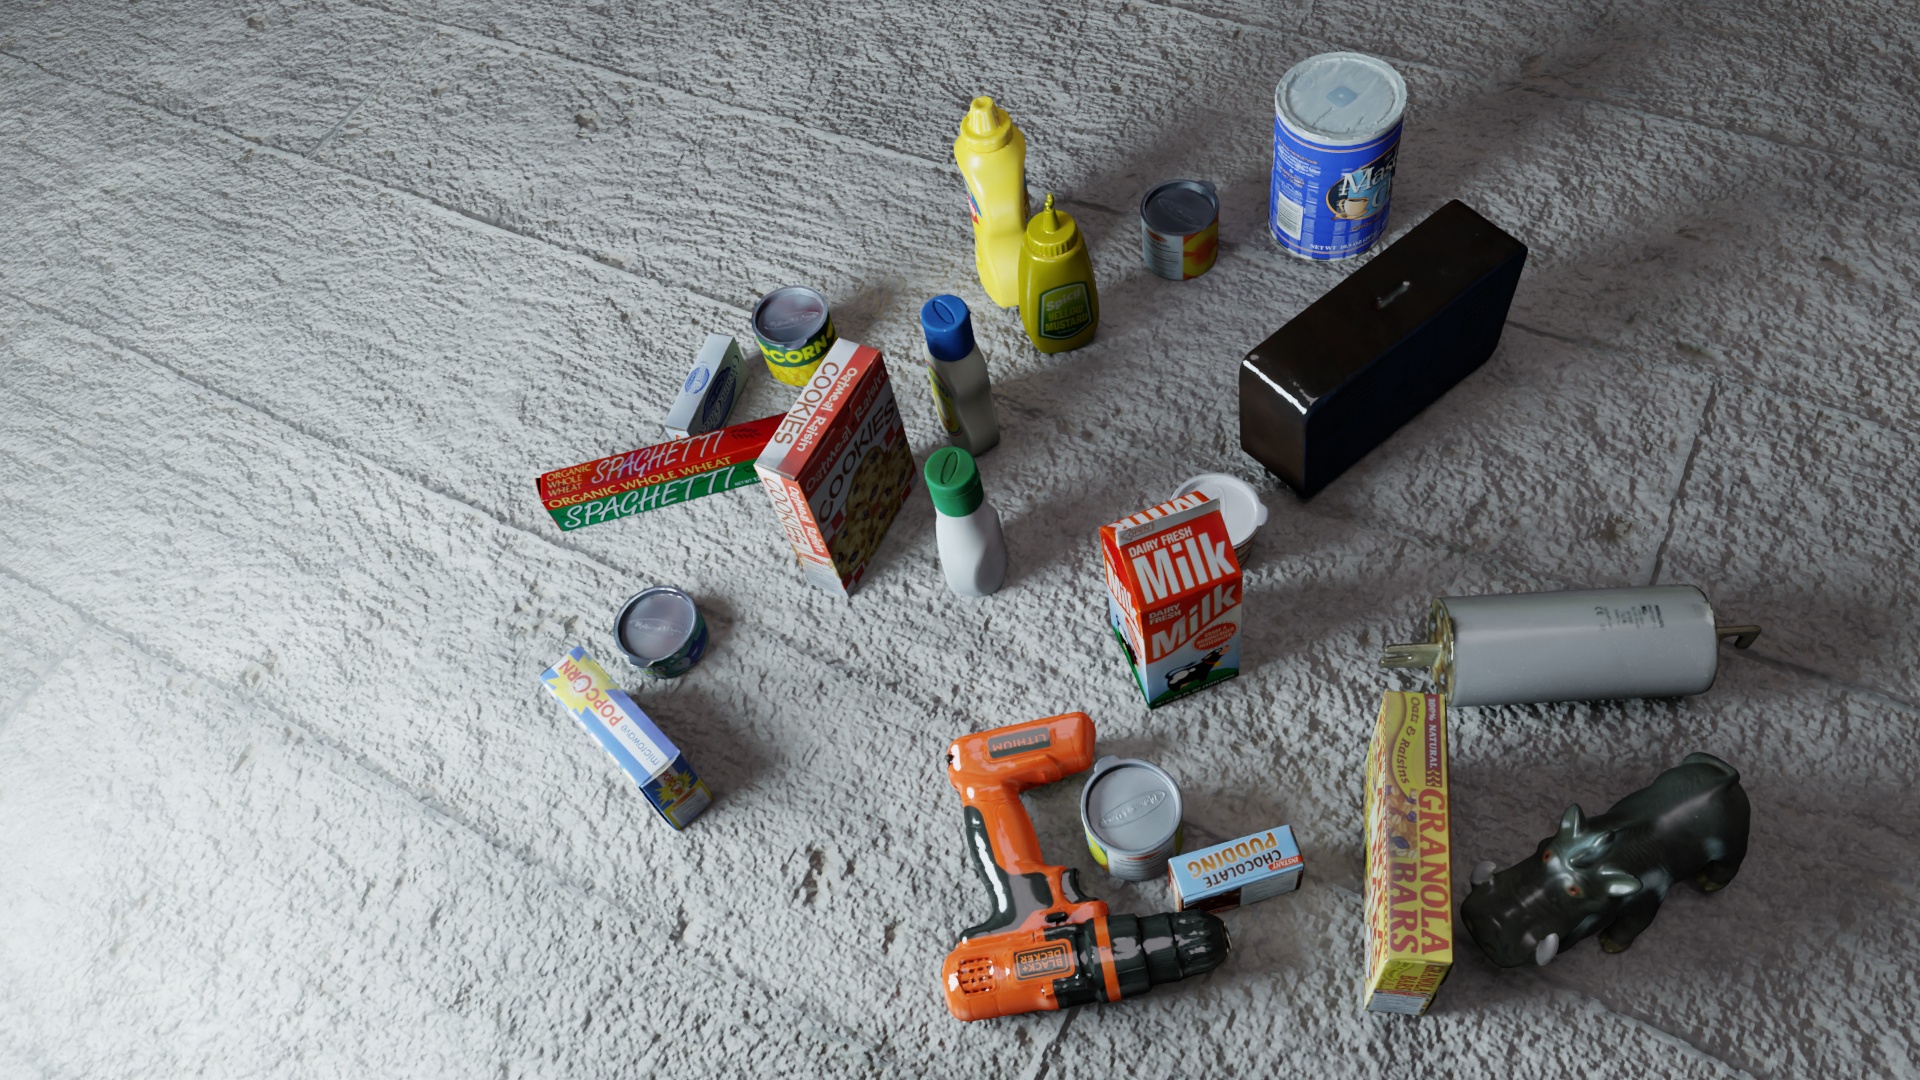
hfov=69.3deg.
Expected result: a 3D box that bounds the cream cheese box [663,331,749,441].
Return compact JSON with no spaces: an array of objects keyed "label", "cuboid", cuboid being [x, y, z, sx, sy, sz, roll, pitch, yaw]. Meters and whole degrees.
[{"label":"cream cheese box","cuboid":[-0.213,-0.119,1.170,0.024,0.053,0.104,11,61,16]}]

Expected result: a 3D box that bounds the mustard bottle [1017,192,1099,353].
[{"label":"mustard bottle","cuboid":[0.076,-0.218,1.121,0.065,0.159,0.049,-17,57,-1]}]

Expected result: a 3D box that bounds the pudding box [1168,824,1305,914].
[{"label":"pudding box","cuboid":[0.178,0.216,0.898,0.084,0.049,0.030,-16,57,-1]}]

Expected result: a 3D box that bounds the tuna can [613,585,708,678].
[{"label":"tuna can","cuboid":[-0.230,0.073,1.064,0.071,0.032,0.071,-4,58,7]}]

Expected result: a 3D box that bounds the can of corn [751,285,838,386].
[{"label":"can of corn","cuboid":[-0.139,-0.173,1.188,0.071,0.058,0.071,-4,58,7]}]

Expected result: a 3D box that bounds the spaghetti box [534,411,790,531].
[{"label":"spaghetti box","cuboid":[-0.218,-0.060,1.135,0.250,0.050,0.029,-14,57,0]}]

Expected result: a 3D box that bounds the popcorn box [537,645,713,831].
[{"label":"popcorn box","cuboid":[-0.238,0.141,0.991,0.038,0.085,0.127,-42,61,-16]}]

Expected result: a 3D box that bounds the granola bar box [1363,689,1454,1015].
[{"label":"granola bar box","cuboid":[0.273,0.193,0.853,0.039,0.123,0.166,3,59,11]}]

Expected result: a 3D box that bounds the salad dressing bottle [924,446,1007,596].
[{"label":"salad dressing bottle","cuboid":[0.004,-0.013,1.012,0.044,0.147,0.064,10,61,15]}]

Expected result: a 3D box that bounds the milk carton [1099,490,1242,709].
[{"label":"milk carton","cuboid":[0.142,0.034,0.935,0.072,0.189,0.074,-20,57,-3]}]

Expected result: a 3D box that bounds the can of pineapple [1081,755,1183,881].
[{"label":"can of pineapple","cuboid":[0.115,0.184,0.923,0.071,0.057,0.071,-4,58,7]}]

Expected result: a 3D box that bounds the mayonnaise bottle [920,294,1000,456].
[{"label":"mayonnaise bottle","cuboid":[-0.003,-0.131,1.087,0.041,0.147,0.065,-31,59,-10]}]

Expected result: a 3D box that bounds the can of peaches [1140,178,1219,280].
[{"label":"can of peaches","cuboid":[0.191,-0.268,1.195,0.071,0.057,0.071,-4,58,7]}]

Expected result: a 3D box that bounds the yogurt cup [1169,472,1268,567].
[{"label":"yogurt cup","cuboid":[0.189,-0.009,1.035,0.072,0.053,0.073,-4,58,7]}]

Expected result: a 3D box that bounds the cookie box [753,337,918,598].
[{"label":"cookie box","cuboid":[-0.087,-0.051,1.039,0.040,0.166,0.123,19,63,20]}]
